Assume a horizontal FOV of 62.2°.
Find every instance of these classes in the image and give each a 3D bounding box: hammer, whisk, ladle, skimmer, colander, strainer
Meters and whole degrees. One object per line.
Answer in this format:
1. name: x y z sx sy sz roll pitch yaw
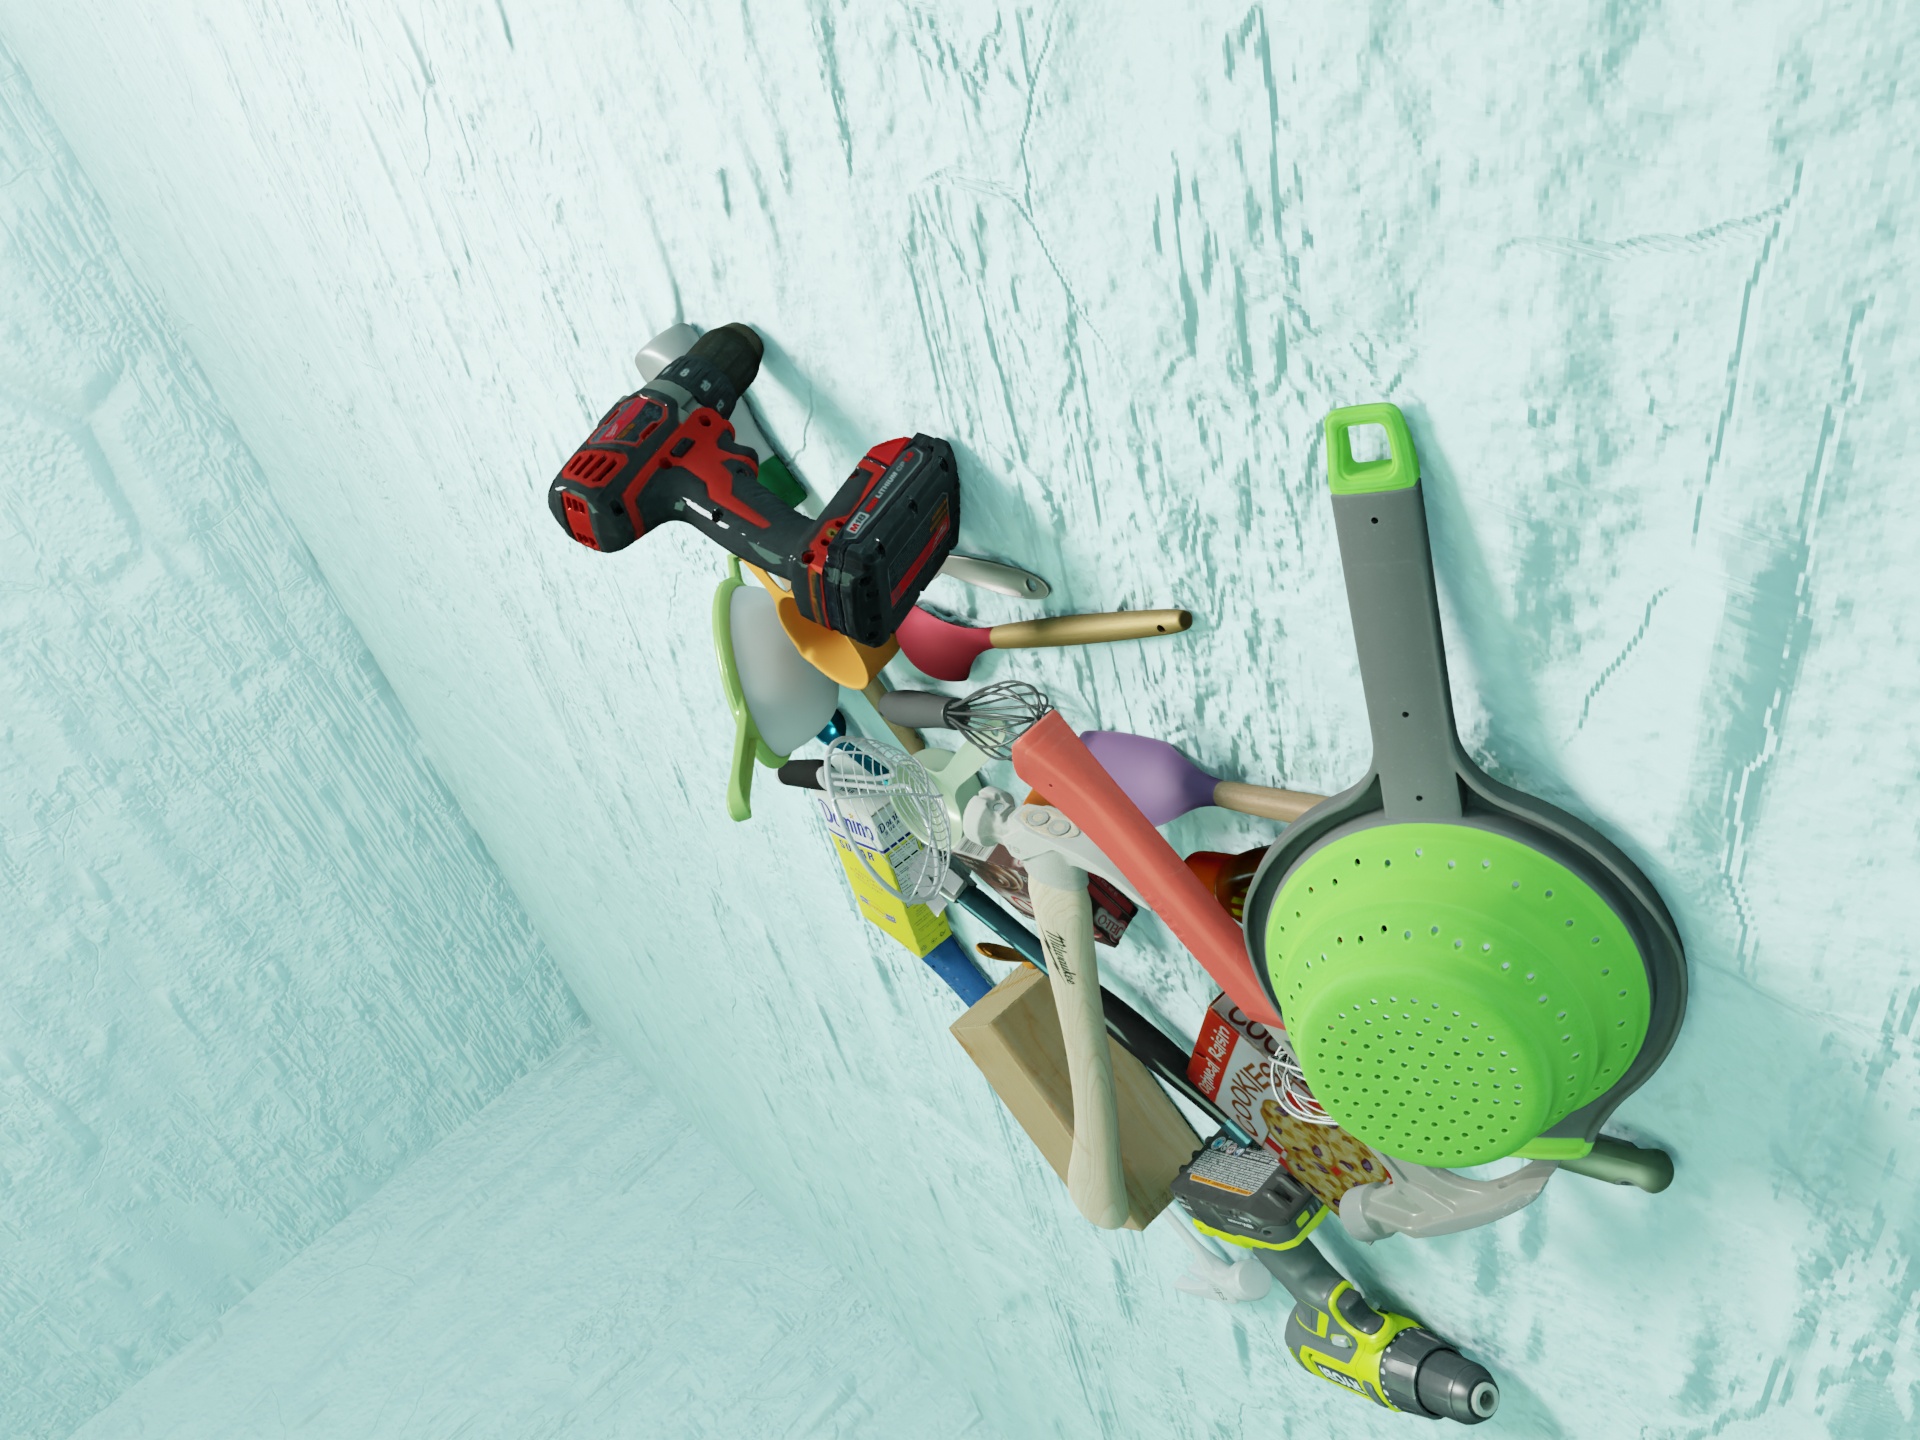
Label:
1. hammer: 0.094 0.226 1.098 0.146 0.038 0.410 22 139 35
2. whisk: -0.001 -0.004 1.094 0.055 0.055 0.239 60 159 -18
3. hammer: 0.161 0.136 0.878 0.359 0.037 0.149 50 141 2
4. ladle: 0.039 -0.052 0.979 0.069 0.031 0.315 54 155 -19
5. skimmer: -0.101 0.064 1.204 0.127 0.090 0.363 54 162 -15
6. colander: 0.198 0.063 0.698 0.204 0.094 0.396 -2 117 30
7. whisk: 0.276 0.220 0.893 0.246 0.059 0.057 7 162 47
8. hammer: 0.108 0.356 1.421 0.405 0.035 0.144 48 156 8
9. hammer: 0.091 0.201 1.196 0.331 0.033 0.128 38 -175 18
10. strainer: -0.130 -0.014 1.172 0.257 0.069 0.151 -93 -14 -57

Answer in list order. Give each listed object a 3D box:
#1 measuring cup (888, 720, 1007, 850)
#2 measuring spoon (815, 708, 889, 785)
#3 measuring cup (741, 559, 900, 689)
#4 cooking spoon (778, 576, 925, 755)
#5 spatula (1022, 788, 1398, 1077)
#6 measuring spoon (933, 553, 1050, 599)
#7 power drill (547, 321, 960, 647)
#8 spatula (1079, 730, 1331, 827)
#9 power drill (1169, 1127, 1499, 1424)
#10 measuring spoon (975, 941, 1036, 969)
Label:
1. measuring cup: 0.004 0.035 1.167 0.083 0.038 0.167 50 141 7
2. measuring spoon: -0.075 0.026 1.316 0.129 0.021 0.042 37 149 11
3. measuring cup: -0.109 -0.102 1.123 0.173 0.052 0.095 49 157 -7
4. cooking spoon: -0.120 -0.098 1.179 0.017 0.069 0.318 -28 109 23
5. spatula: 0.169 0.147 1.006 0.323 0.041 0.081 42 130 18
6. measuring spoon: 0.012 -0.096 0.985 0.124 0.018 0.034 20 132 40
7. power drill: -0.112 -0.155 0.968 0.227 0.188 0.080 22 147 18
8. spatula: 0.163 0.046 0.885 0.316 0.018 0.060 8 89 54
9. power drill: 0.271 0.407 1.152 0.228 0.080 0.190 54 157 -11
10. measuring spoon: 0.036 0.185 1.237 0.021 0.011 0.116 39 -174 26
